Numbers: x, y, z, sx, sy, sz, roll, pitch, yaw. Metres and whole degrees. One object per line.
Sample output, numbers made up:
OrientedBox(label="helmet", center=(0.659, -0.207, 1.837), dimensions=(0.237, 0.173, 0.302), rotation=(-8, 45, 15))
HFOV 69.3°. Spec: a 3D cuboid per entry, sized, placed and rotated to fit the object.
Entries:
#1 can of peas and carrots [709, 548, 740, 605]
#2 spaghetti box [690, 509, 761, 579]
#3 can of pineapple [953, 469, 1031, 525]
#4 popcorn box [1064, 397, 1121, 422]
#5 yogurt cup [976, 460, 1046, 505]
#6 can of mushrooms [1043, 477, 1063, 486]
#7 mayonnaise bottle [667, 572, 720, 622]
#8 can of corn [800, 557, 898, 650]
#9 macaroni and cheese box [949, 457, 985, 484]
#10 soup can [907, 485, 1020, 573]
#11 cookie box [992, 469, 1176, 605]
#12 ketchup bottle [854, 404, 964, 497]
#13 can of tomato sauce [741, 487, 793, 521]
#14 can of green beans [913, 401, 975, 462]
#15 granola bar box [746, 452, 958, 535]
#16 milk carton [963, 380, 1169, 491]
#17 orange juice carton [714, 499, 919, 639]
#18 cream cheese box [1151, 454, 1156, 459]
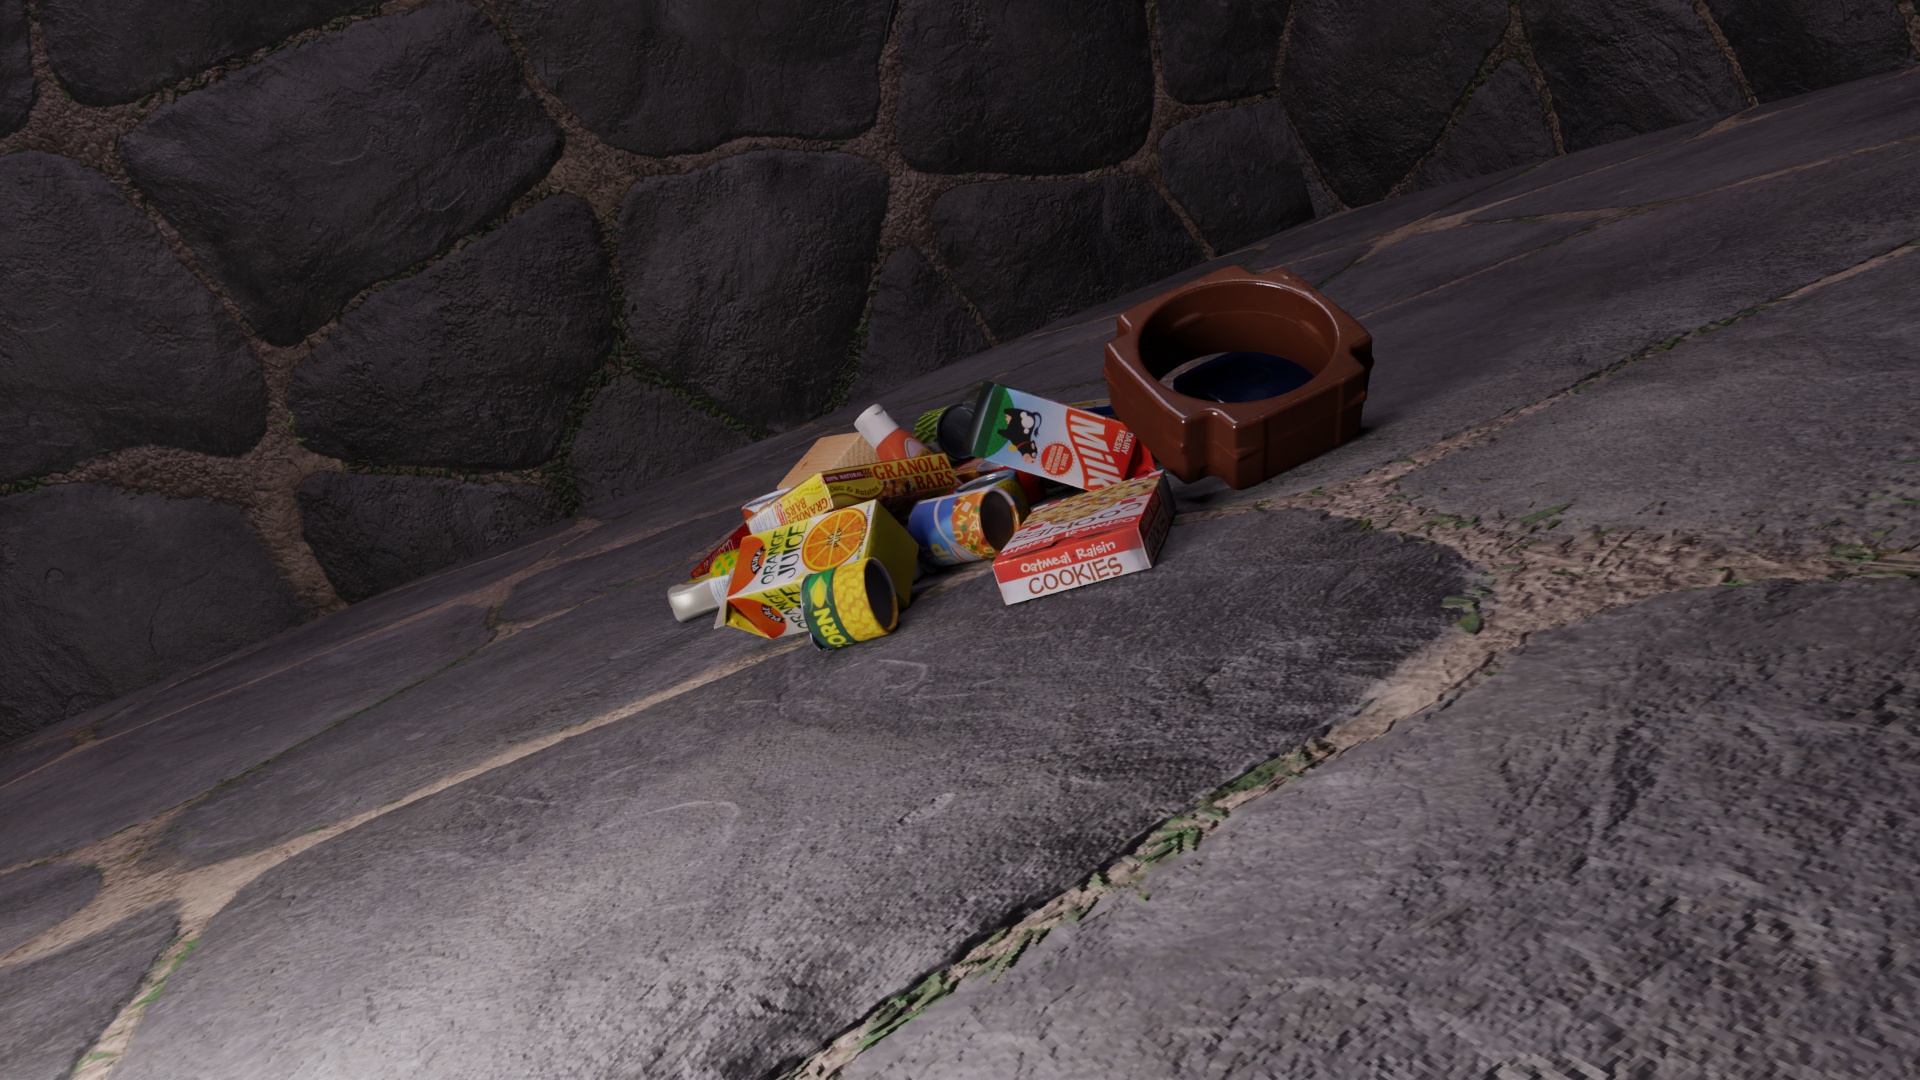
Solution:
OrientedBox(label="can of peas and carrots", center=(-0.215, 0.037, 1.432), dimensions=(0.058, 0.071, 0.071), rotation=(-13, 13, 35))
OrientedBox(label="spaghetti box", center=(-0.242, 0.007, 1.556), dimensions=(0.050, 0.028, 0.249), rotation=(-27, -3, -32))
OrientedBox(label="can of pineapple", center=(0.034, -0.031, 1.343), dimensions=(0.071, 0.057, 0.071), rotation=(-19, 11, 4))
OrientedBox(label="popcorn box", center=(0.135, -0.124, 1.448), dimensions=(0.127, 0.038, 0.085), rotation=(-10, 9, -22))
OrientedBox(label="yogurt cup", center=(0.057, -0.064, 1.468), dimensions=(0.072, 0.054, 0.072), rotation=(-20, 11, 4))
OrientedBox(label="can of mushrooms", center=(0.113, -0.084, 1.518), dimensions=(0.071, 0.033, 0.071), rotation=(-19, 12, 4))
OrientedBox(label="mayonnaise bottle", center=(-0.242, 0.044, 1.511), dimensions=(0.148, 0.041, 0.065), rotation=(-22, 6, -5))
OrientedBox(label="can of corn", center=(-0.091, 0.054, 1.147), dimensions=(0.058, 0.071, 0.071), rotation=(-16, 12, 19))
OrientedBox(label="macaroni and cheese box", center=(0.028, -0.084, 1.646), dimensions=(0.123, 0.040, 0.167), rotation=(-11, 15, 41))
OrientedBox(label="soup can", center=(0.004, -0.009, 1.284), dimensions=(0.083, 0.071, 0.072), rotation=(-11, 15, 38))
OrientedBox(label="cookie box", center=(0.105, -0.005, 1.143), dimensions=(0.123, 0.040, 0.168), rotation=(-16, 12, 19))
OrientedBox(label="ketchup bottle", center=(-0.054, -0.082, 1.509), dimensions=(0.065, 0.149, 0.043), rotation=(-34, -11, -50))
OrientedBox(label="can of tomato sauce", center=(-0.209, -0.011, 1.606), dimensions=(0.071, 0.083, 0.071), rotation=(-20, 11, 4))
OrientedBox(label="can of green beans", center=(-0.014, -0.125, 1.638), dimensions=(0.071, 0.071, 0.057), rotation=(-27, 11, -29))
OrientedBox(label="granola bar box", center=(-0.103, -0.037, 1.329), dimensions=(0.166, 0.039, 0.123), rotation=(-13, -12, -46))
OrientedBox(label="milk carton", center=(0.106, -0.093, 1.348), dimensions=(0.191, 0.073, 0.072), rotation=(16, 7, -10))
OrientedBox(label="orange juice carton", center=(-0.140, 0.032, 1.251), dimensions=(0.192, 0.073, 0.072), rotation=(-15, 47, 27))
OrientedBox(label="cream cheese box", center=(0.227, -0.103, 1.429), dimensions=(0.053, 0.024, 0.104), rotation=(-26, 12, -21))
